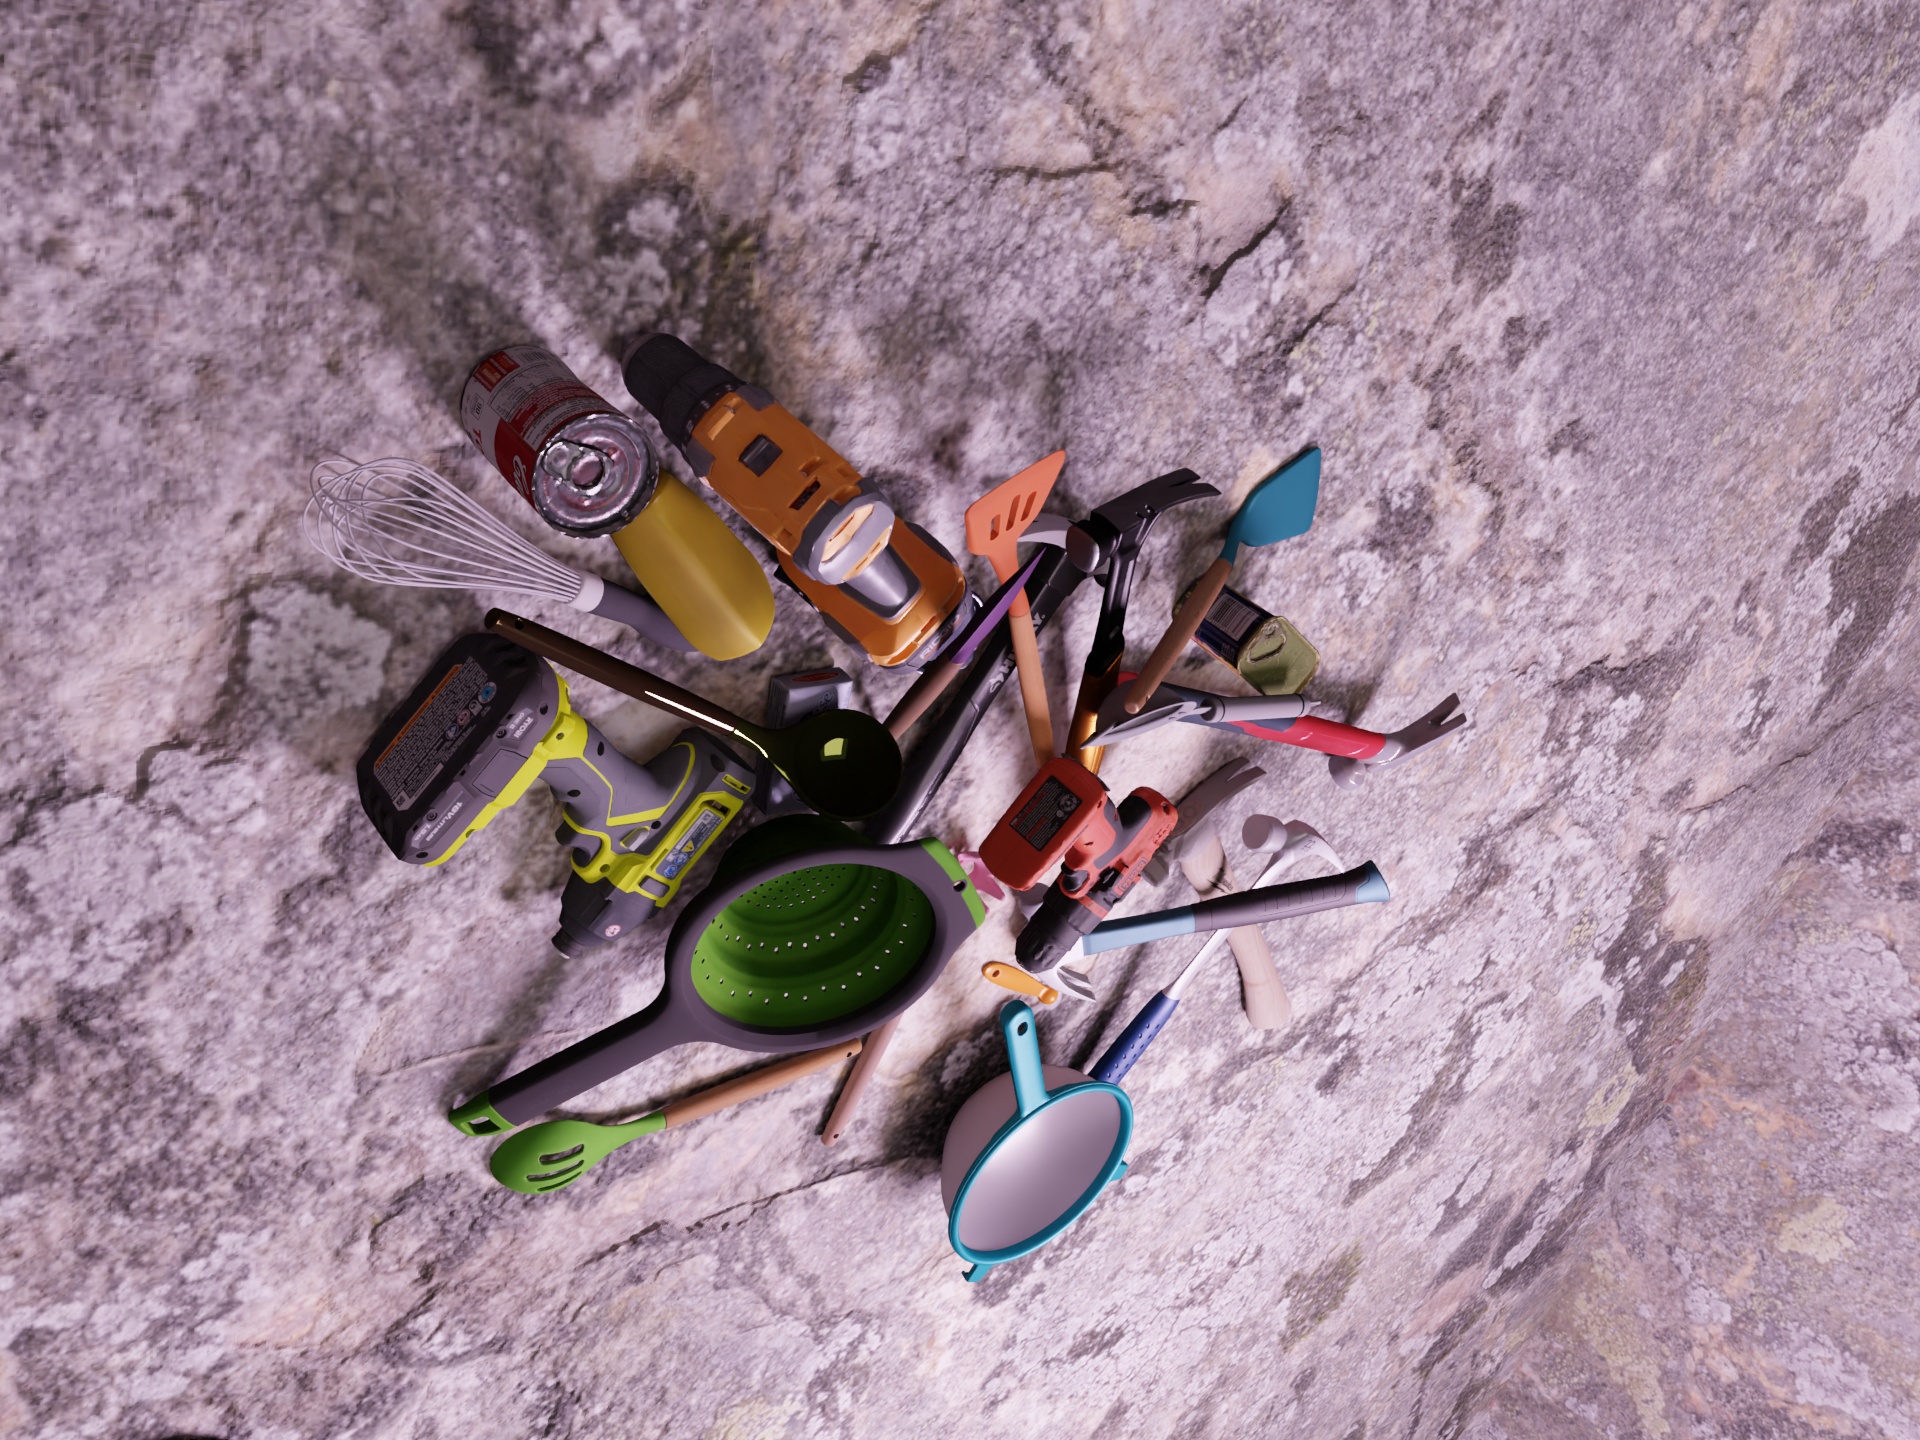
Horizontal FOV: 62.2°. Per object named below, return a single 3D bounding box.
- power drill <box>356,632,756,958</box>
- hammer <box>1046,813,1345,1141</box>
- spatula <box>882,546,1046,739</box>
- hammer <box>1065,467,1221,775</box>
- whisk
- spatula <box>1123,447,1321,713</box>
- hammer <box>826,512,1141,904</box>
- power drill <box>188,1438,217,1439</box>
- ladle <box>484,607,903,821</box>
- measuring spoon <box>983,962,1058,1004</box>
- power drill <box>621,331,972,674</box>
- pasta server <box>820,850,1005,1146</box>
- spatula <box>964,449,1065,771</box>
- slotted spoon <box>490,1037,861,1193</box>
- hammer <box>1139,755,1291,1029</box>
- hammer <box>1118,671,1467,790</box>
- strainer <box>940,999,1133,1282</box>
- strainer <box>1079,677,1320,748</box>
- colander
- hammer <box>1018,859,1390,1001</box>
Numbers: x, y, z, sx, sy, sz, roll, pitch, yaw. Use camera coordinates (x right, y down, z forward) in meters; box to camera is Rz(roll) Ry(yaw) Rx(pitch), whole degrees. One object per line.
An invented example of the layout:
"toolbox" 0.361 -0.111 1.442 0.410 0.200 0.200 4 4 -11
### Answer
"power drill" -0.245 0.055 0.973 0.171 0.080 0.223 -50 143 1
"hammer" 0.211 0.253 1.510 0.144 0.035 0.405 13 120 -43
"spatula" -0.009 -0.036 1.011 0.060 0.018 0.316 -51 -178 -26
"hammer" 0.110 -0.038 1.202 0.127 0.034 0.336 -30 147 -30
"whisk" -0.238 -0.083 0.892 0.284 0.070 0.070 20 106 -53
"spatula" 0.202 -0.103 1.215 0.318 0.044 0.082 -53 151 -40
"hammer" -0.002 -0.004 1.172 0.146 0.035 0.334 22 105 -49
"power drill" -0.512 0.623 1.057 0.190 0.229 0.080 -51 139 3
"ladle" -0.151 -0.008 0.972 0.319 0.062 0.078 28 58 -49
"measuring spoon" 0.056 0.237 1.426 0.021 0.011 0.116 -53 139 5
"power drill" -0.094 -0.126 0.921 0.084 0.185 0.226 -48 159 -1
"pasta server" -0.047 0.233 1.314 0.060 0.040 0.316 13 113 -33
"spatula" 0.049 -0.056 1.118 0.081 0.041 0.322 -34 140 -19
"slotted spoon" -0.208 0.299 1.232 0.313 0.031 0.070 -14 128 -36
"hammer" 0.280 0.193 1.572 0.146 0.038 0.410 -42 140 -9
"hammer" 0.284 -0.004 1.384 0.386 0.038 0.143 11 145 -41
"strainer" 0.045 0.347 1.441 0.211 0.095 0.340 -29 134 -22
"strainer" 0.185 -0.009 1.217 0.258 0.050 0.087 -3 162 -36
"colander" -0.183 0.171 1.121 0.397 0.095 0.204 -27 134 2
"hammer" 0.217 0.171 1.396 0.331 0.033 0.128 -10 125 -5
